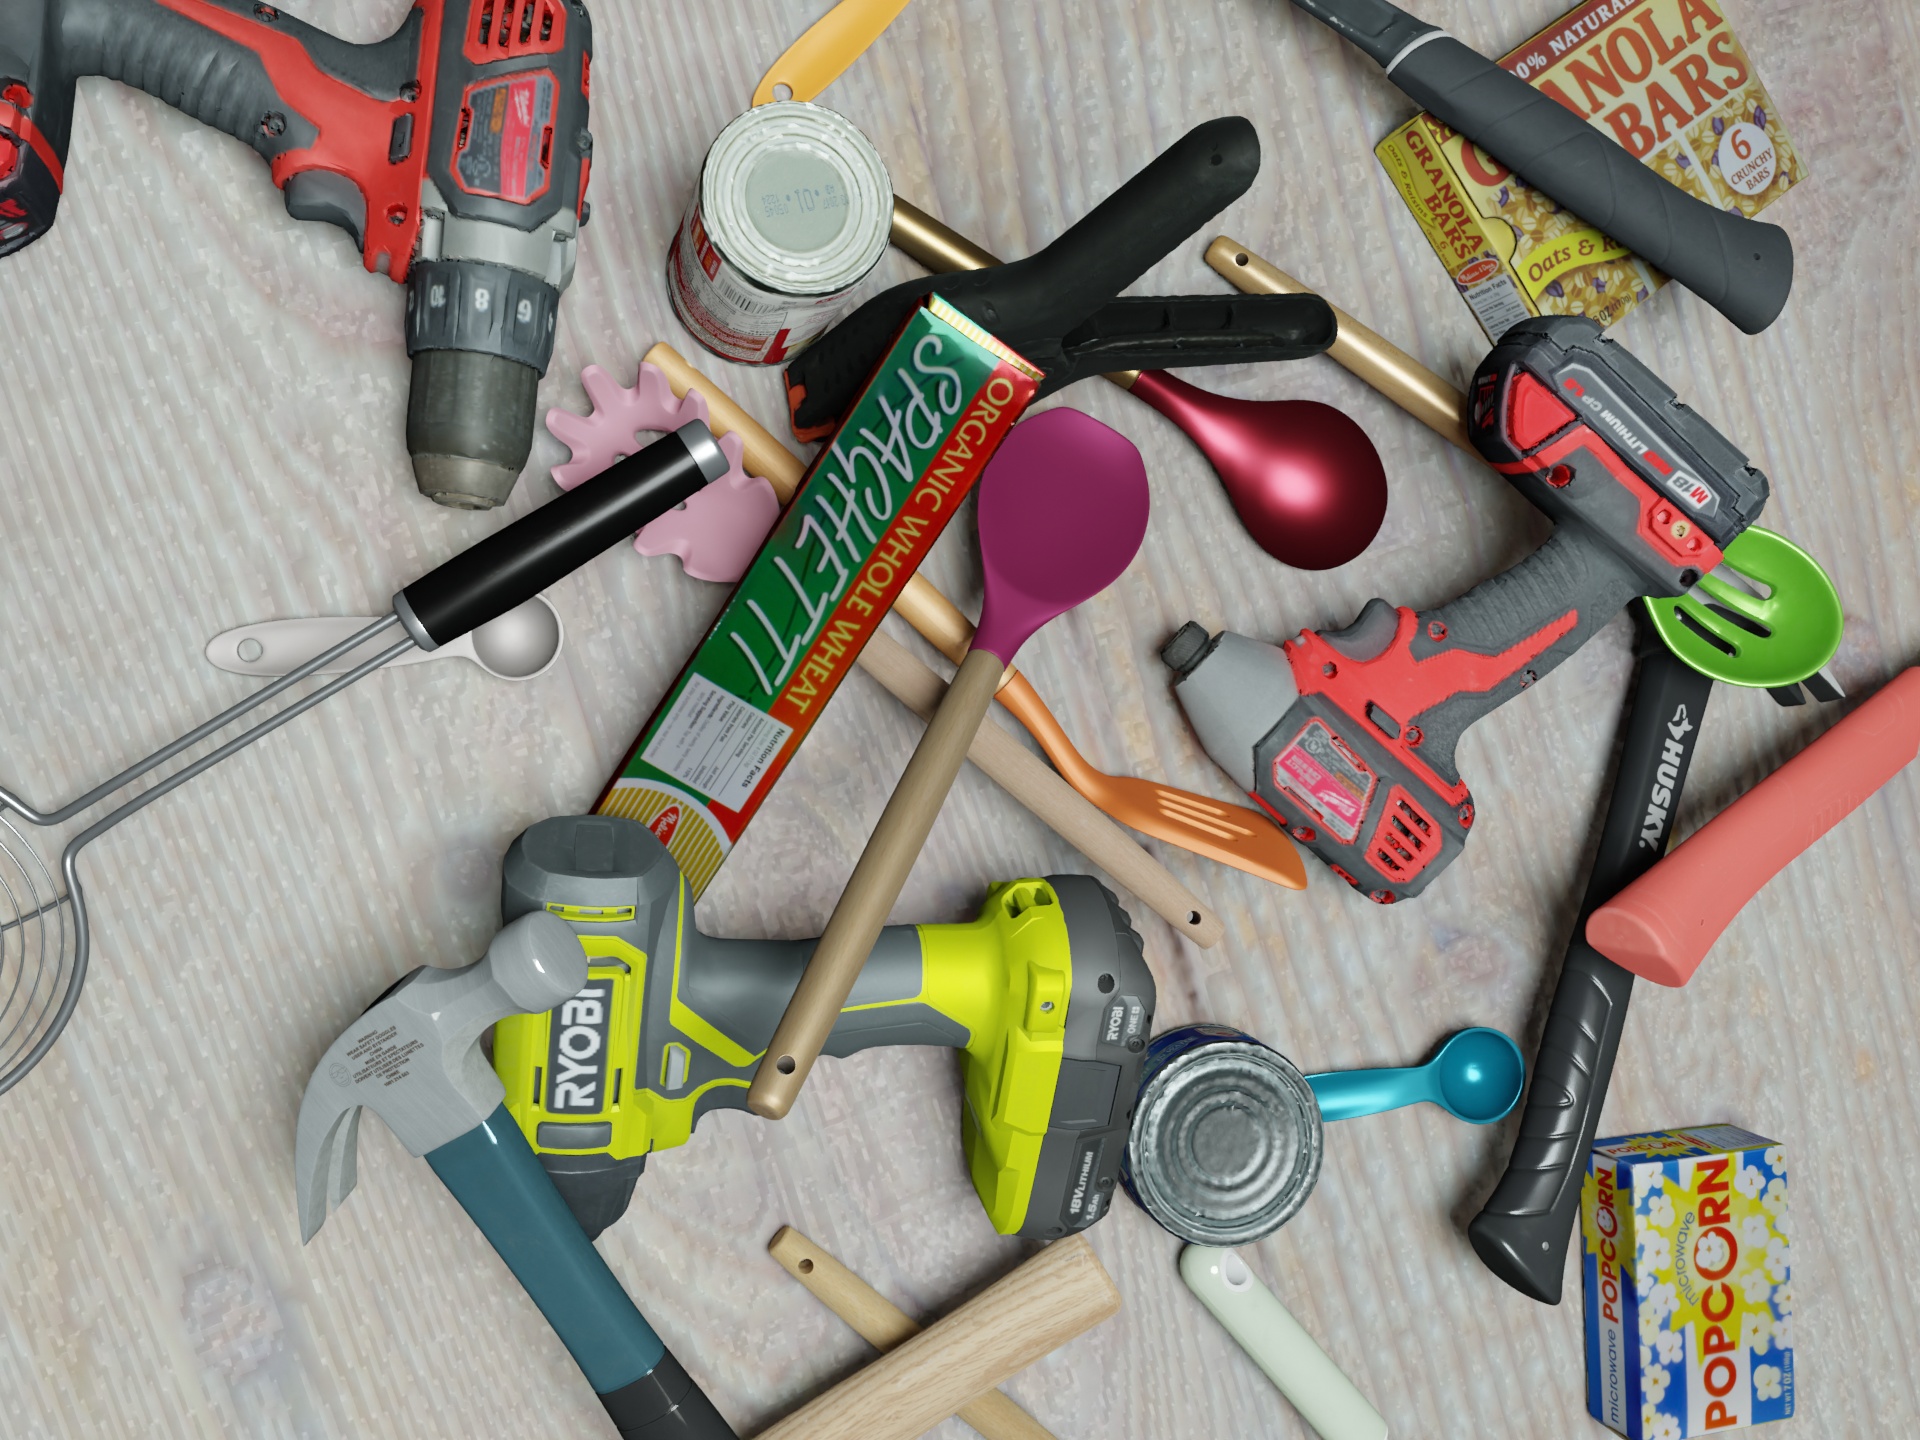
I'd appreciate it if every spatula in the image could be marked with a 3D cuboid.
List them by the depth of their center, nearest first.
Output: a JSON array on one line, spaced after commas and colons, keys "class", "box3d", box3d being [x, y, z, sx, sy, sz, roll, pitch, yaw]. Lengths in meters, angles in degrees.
[{"class": "spatula", "box3d": [0.006, -0.038, 0.623, 0.322, 0.081, 0.041, 43, 103, -7]}]

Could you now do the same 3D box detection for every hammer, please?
[{"class": "hammer", "box3d": [-0.102, 0.227, 0.531, 0.128, 0.033, 0.331, -28, 101, 14]}, {"class": "hammer", "box3d": [-0.089, 0.288, 0.581, 0.331, 0.031, 0.130, -31, 95, -8]}, {"class": "hammer", "box3d": [0.168, -0.279, 0.647, 0.409, 0.036, 0.149, 31, 77, -5]}, {"class": "hammer", "box3d": [0.290, 0.085, 0.695, 0.146, 0.035, 0.335, 24, 76, -15]}, {"class": "hammer", "box3d": [0.400, 0.004, 0.704, 0.359, 0.037, 0.149, -28, 105, -26]}]

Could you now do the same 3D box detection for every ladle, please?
[{"class": "ladle", "box3d": [0.049, 0.306, 0.627, 0.320, 0.062, 0.078, 42, 83, -9]}, {"class": "ladle", "box3d": [0.051, -0.156, 0.650, 0.315, 0.031, 0.069, 29, 86, -12]}]

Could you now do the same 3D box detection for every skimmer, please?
[{"class": "skimmer", "box3d": [-0.234, 0.000, 0.512, 0.363, 0.090, 0.127, -32, 96, -7]}]

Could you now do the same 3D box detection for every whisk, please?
[{"class": "whisk", "box3d": [0.175, 0.310, 0.672, 0.246, 0.059, 0.058, 49, 40, -7]}]

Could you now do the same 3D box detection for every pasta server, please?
[{"class": "pasta server", "box3d": [-0.022, -0.017, 0.597, 0.316, 0.040, 0.060, 40, 89, -3]}]

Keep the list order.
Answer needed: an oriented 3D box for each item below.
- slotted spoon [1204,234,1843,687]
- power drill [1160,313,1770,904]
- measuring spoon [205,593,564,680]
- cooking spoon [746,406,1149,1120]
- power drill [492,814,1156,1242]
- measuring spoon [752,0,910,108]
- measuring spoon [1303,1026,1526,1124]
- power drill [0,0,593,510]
[{"class": "slotted spoon", "box3d": [0.236, -0.114, 0.678, 0.313, 0.031, 0.070, 34, 85, -2]}, {"class": "power drill", "box3d": [0.192, -0.047, 0.638, 0.143, 0.078, 0.219, 41, 99, -2]}, {"class": "measuring spoon", "box3d": [-0.207, -0.028, 0.579, 0.124, 0.018, 0.034, -4, 91, -10]}, {"class": "cooking spoon", "box3d": [-0.001, -0.002, 0.565, 0.068, 0.017, 0.319, 29, 56, -4]}, {"class": "power drill", "box3d": [-0.055, 0.125, 0.578, 0.223, 0.080, 0.171, 4, 111, -14]}, {"class": "measuring spoon", "box3d": [-0.040, -0.277, 0.634, 0.021, 0.011, 0.117, 45, 81, -6]}, {"class": "measuring spoon", "box3d": [0.181, 0.158, 0.692, 0.128, 0.021, 0.042, -6, 89, -7]}, {"class": "power drill", "box3d": [-0.242, -0.177, 0.539, 0.226, 0.080, 0.188, 6, 88, -19]}]
